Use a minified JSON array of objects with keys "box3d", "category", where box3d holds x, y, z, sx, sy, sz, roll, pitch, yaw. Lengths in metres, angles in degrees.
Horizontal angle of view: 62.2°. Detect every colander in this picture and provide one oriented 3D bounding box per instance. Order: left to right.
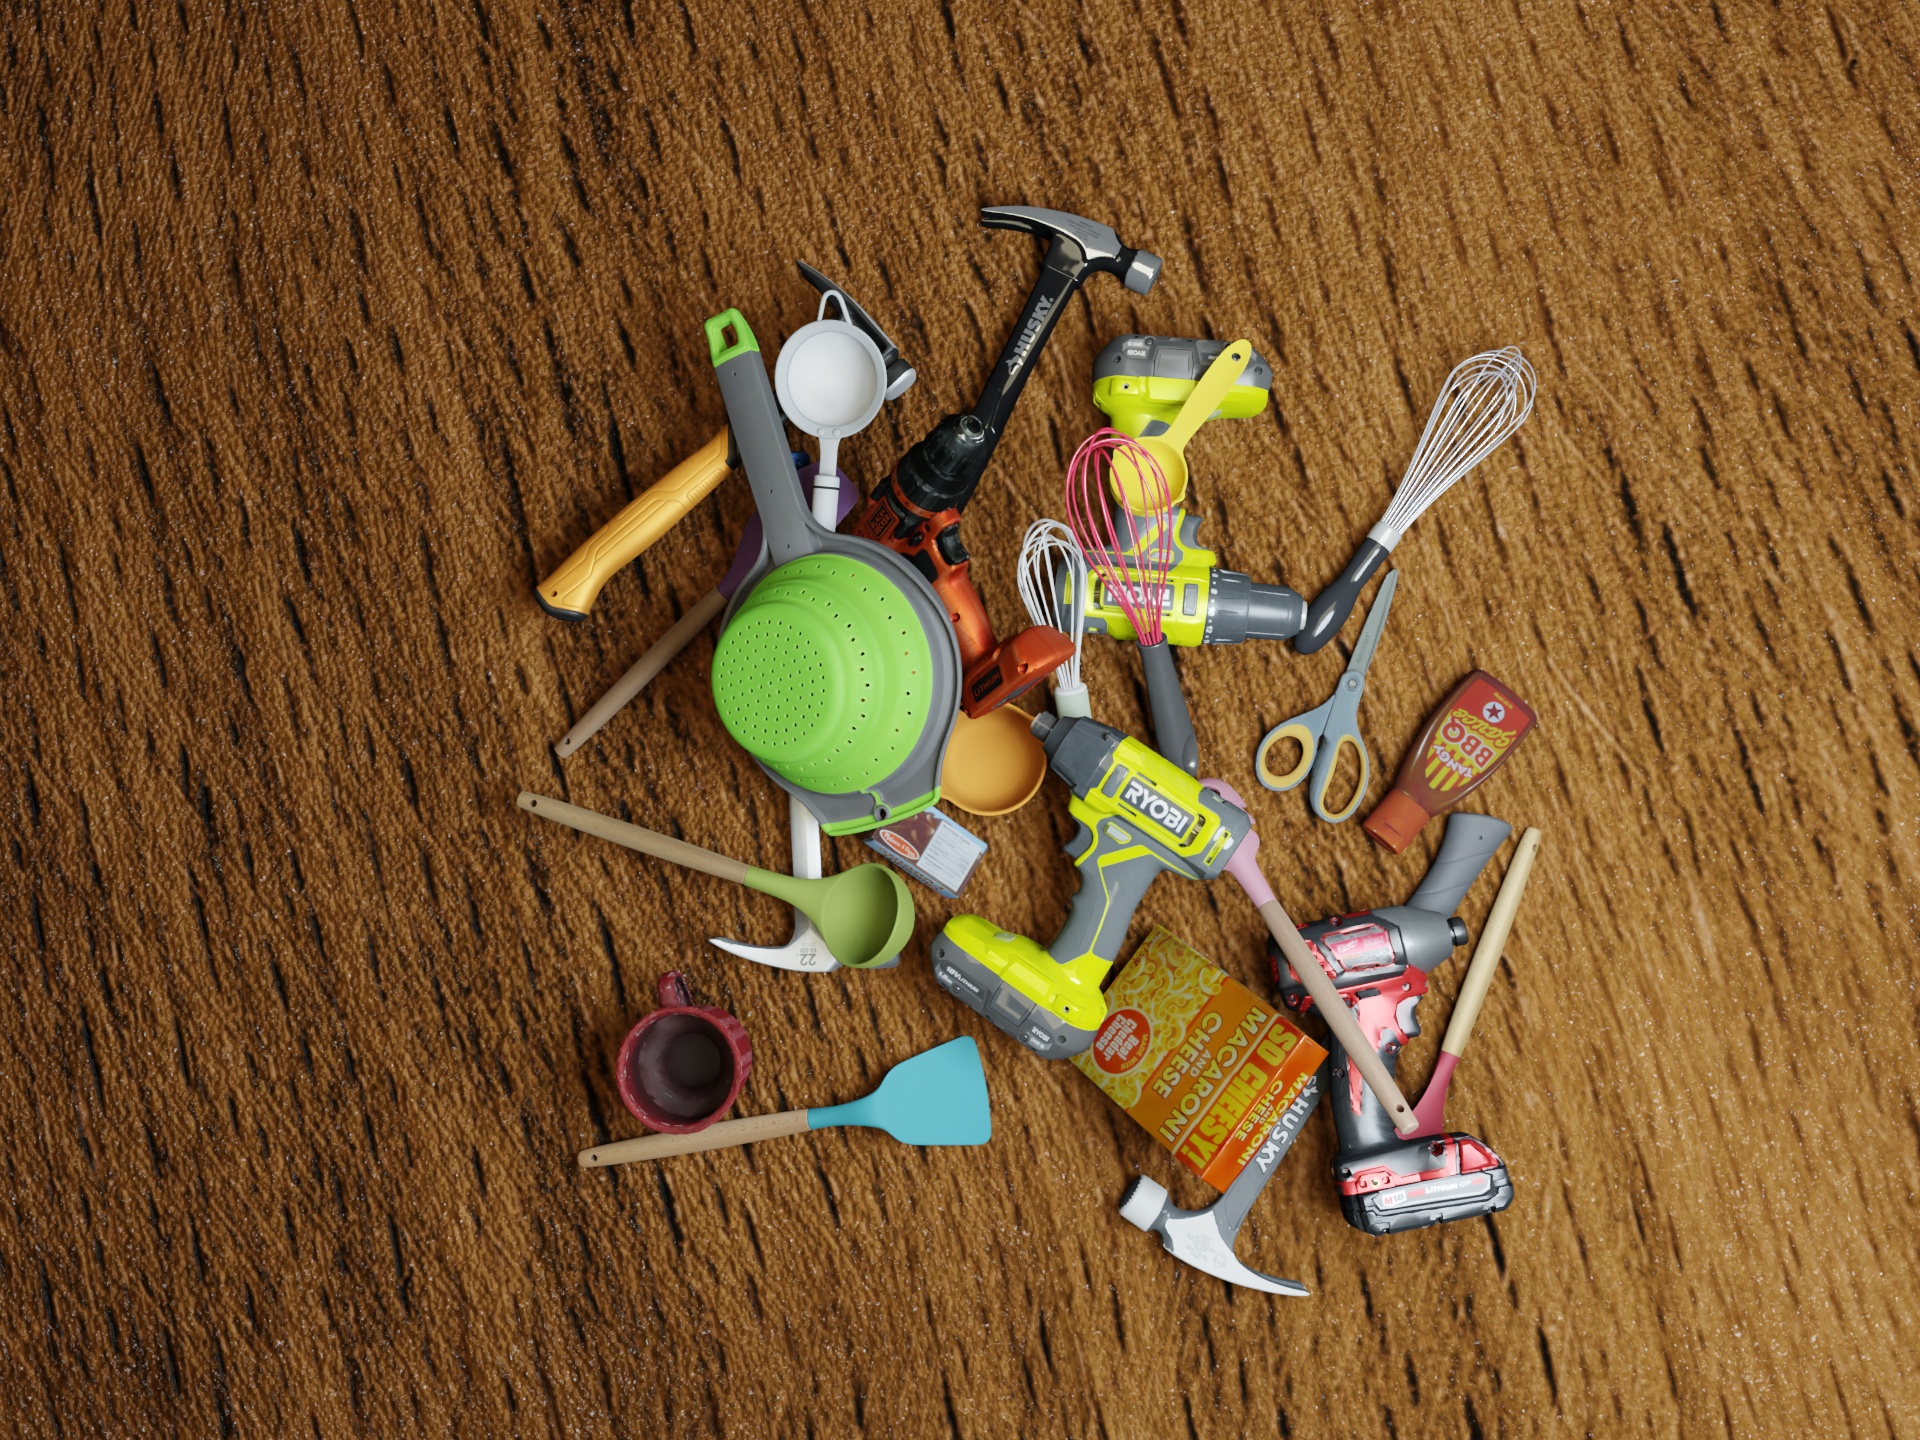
[{"box3d":[-0.134,-0.108,1.138,0.204,0.094,0.397,-19,87,28],"category":"colander"}]

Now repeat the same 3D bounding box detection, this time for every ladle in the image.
[{"box3d":[-0.186,0.106,1.185,0.320,0.062,0.078,18,83,6],"category":"ladle"},{"box3d":[0.377,0.226,1.194,0.069,0.031,0.315,27,82,-28],"category":"ladle"}]

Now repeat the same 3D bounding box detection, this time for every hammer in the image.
[{"box3d":[-0.199,-0.202,1.226,0.337,0.034,0.127,-41,84,0],"category":"hammer"},{"box3d":[-0.133,-0.007,1.238,0.144,0.035,0.405,-4,85,2],"category":"hammer"},{"box3d":[0.021,-0.249,1.254,0.146,0.035,0.335,27,87,4],"category":"hammer"},{"box3d":[0.292,0.241,1.197,0.149,0.036,0.409,34,87,4],"category":"hammer"}]

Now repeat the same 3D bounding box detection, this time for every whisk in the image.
[{"box3d":[0.082,-0.031,1.187,0.058,0.059,0.246,-27,116,-38],"category":"whisk"},{"box3d":[0.136,-0.076,1.158,0.073,0.073,0.295,-17,120,1],"category":"whisk"},{"box3d":[0.345,-0.167,1.224,0.070,0.070,0.284,36,93,5],"category":"whisk"}]

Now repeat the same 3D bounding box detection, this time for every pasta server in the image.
[{"box3d":[0.232,0.156,1.126,0.060,0.040,0.317,-28,54,0],"category":"pasta server"}]

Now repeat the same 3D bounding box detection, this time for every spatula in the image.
[{"box3d":[-0.204,-0.082,1.233,0.316,0.018,0.060,-44,75,8],"category":"spatula"},{"box3d":[-0.138,0.310,1.218,0.317,0.044,0.082,-11,85,6],"category":"spatula"}]

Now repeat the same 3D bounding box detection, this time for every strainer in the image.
[{"box3d":[-0.100,-0.186,1.186,0.087,0.050,0.258,7,97,13],"category":"strainer"}]

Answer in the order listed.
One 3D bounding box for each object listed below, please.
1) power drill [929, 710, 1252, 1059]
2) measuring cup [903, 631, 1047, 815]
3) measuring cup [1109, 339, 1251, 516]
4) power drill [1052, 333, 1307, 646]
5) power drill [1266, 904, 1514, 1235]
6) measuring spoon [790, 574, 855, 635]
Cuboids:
[{"box3d":[0.081,0.116,1.157,0.171,0.080,0.223,34,100,12],"category":"power drill"},{"box3d":[-0.002,-0.004,1.225,0.095,0.052,0.174,-36,82,-1],"category":"measuring cup"},{"box3d":[0.166,-0.216,1.175,0.062,0.029,0.156,36,82,4],"category":"measuring cup"},{"box3d":[0.175,-0.169,1.219,0.190,0.080,0.228,5,88,4],"category":"power drill"},{"box3d":[0.313,0.243,1.137,0.143,0.078,0.220,-13,77,4],"category":"power drill"},{"box3d":[-0.097,-0.103,1.232,0.117,0.011,0.021,-50,120,-34],"category":"measuring spoon"}]
